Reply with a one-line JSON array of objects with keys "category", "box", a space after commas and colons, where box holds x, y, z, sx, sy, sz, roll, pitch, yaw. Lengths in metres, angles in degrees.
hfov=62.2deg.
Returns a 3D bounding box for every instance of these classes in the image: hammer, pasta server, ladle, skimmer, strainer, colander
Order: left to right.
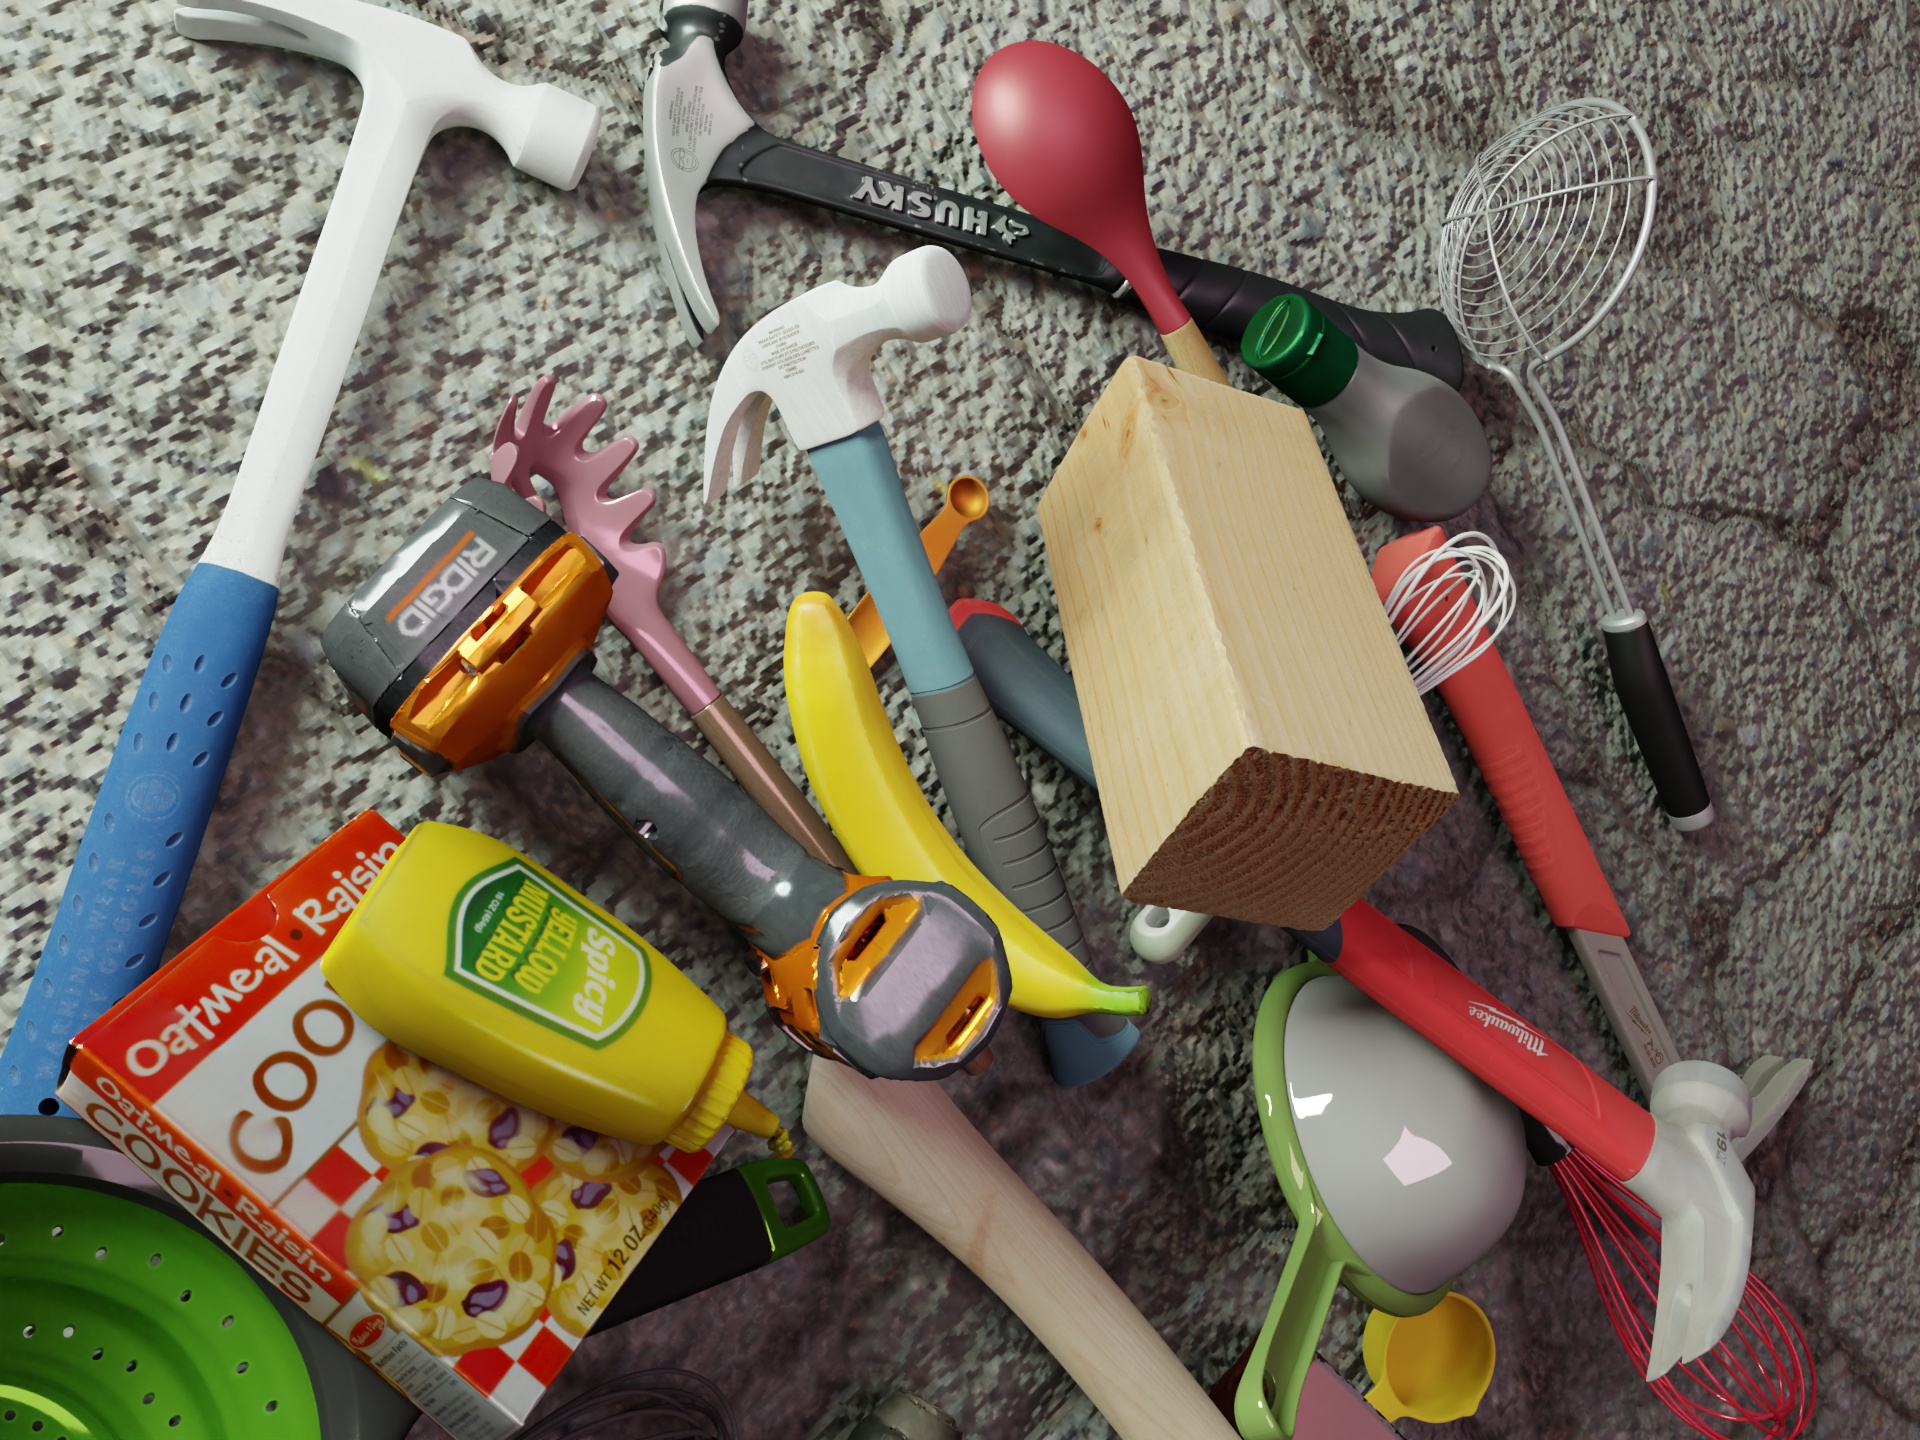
[{"category": "hammer", "box": [-0.246, -0.061, 0.535, 0.144, 0.035, 0.406, 19, 76, -23]}, {"category": "colander", "box": [-0.215, 0.215, 0.492, 0.397, 0.094, 0.205, -6, 61, -44]}, {"category": "pasta server", "box": [-0.076, 0.013, 0.607, 0.316, 0.040, 0.060, 54, 37, -12]}, {"category": "hammer", "box": [-0.001, -0.002, 0.607, 0.033, 0.128, 0.330, -42, 116, -49]}, {"category": "hammer", "box": [0.060, -0.198, 0.700, 0.408, 0.036, 0.149, 9, 81, -25]}, {"category": "ladle", "box": [0.104, -0.148, 0.690, 0.069, 0.031, 0.315, -42, 115, -15]}, {"category": "hammer", "box": [0.094, 0.266, 0.589, 0.146, 0.038, 0.411, -40, 83, -10]}, {"category": "hammer", "box": [0.138, 0.085, 0.621, 0.386, 0.038, 0.143, 37, 41, 4]}, {"category": "strainer", "box": [0.170, 0.183, 0.622, 0.151, 0.069, 0.256, 58, 32, -4]}, {"category": "hammer", "box": [0.303, 0.066, 0.786, 0.149, 0.037, 0.359, -31, 98, -26]}, {"category": "skimmer", "box": [0.331, -0.117, 0.792, 0.090, 0.127, 0.363, -32, 107, -19]}]

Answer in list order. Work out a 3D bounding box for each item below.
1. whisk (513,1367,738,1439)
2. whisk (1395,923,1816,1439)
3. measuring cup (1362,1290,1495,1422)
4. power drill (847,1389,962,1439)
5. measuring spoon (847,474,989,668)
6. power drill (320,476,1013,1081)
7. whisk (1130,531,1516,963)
[{"category": "whisk", "box": [-0.189, 0.272, 0.520, 0.239, 0.055, 0.055, -12, 89, -22]}, {"category": "whisk", "box": [0.289, 0.213, 0.735, 0.073, 0.073, 0.296, -37, 88, -24]}, {"category": "measuring cup", "box": [0.168, 0.308, 0.704, 0.156, 0.029, 0.062, -32, 96, -13]}, {"category": "power drill", "box": [0.004, 0.378, 0.584, 0.226, 0.080, 0.188, 37, 70, -14]}, {"category": "measuring spoon", "box": [-0.025, -0.055, 0.657, 0.021, 0.011, 0.117, 41, 72, -16]}, {"category": "power drill", "box": [-0.096, 0.033, 0.537, 0.226, 0.164, 0.084, 41, 74, -7]}, {"category": "whisk", "box": [0.159, 0.011, 0.699, 0.246, 0.058, 0.059, -47, 132, -9]}]
